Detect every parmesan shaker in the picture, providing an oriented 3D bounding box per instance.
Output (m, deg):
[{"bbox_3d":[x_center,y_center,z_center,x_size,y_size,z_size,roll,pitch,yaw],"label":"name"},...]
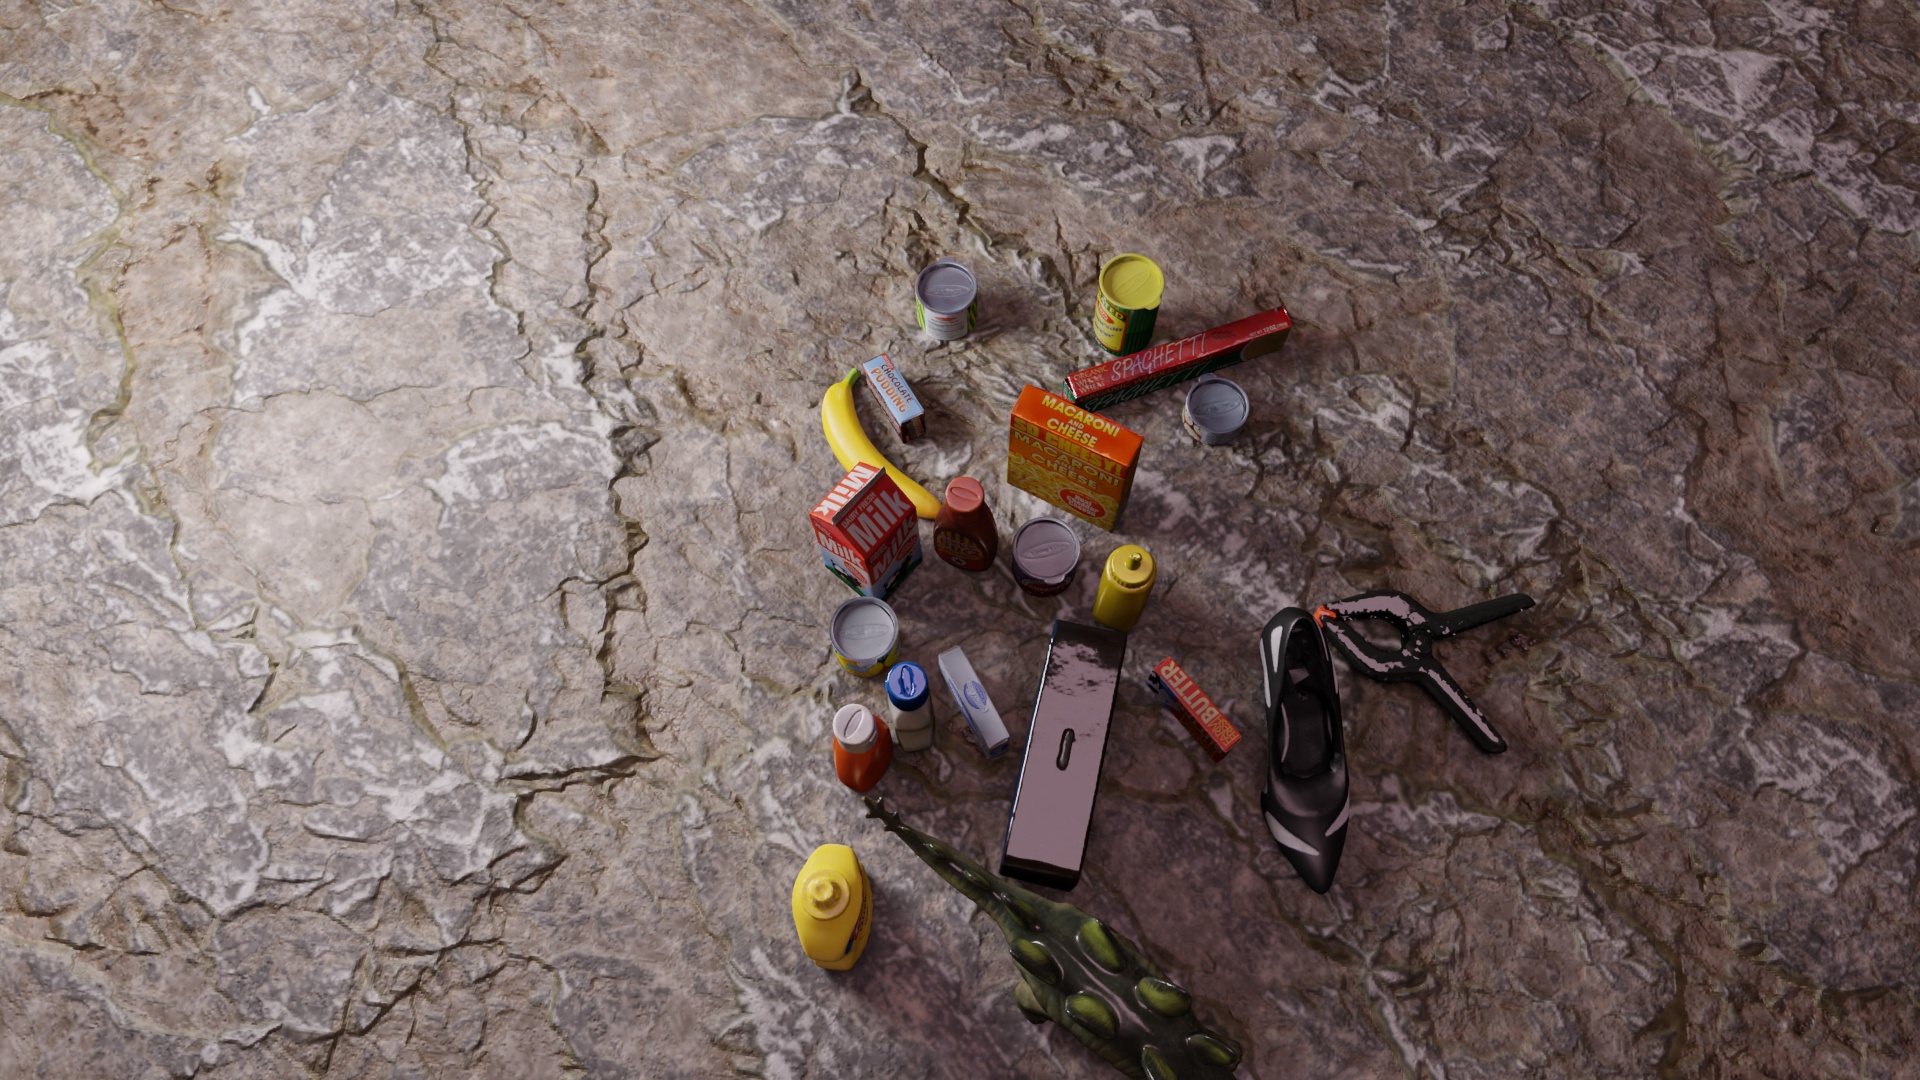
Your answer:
[{"bbox_3d":[0.176,-0.243,1.456,0.071,0.102,0.071,0,69,0],"label":"parmesan shaker"}]

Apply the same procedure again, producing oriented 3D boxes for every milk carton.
[{"bbox_3d":[-0.089,-0.009,1.316,0.073,0.190,0.072,39,74,14],"label":"milk carton"}]

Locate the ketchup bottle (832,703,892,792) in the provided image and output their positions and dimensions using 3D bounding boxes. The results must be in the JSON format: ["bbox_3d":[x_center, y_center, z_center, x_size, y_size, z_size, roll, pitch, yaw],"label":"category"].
[{"bbox_3d":[-0.090,0.184,1.261,0.043,0.148,0.065,25,71,10],"label":"ketchup bottle"}]

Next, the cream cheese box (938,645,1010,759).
[{"bbox_3d":[0.013,0.155,1.323,0.024,0.053,0.104,-26,70,-9],"label":"cream cheese box"}]

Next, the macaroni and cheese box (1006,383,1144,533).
[{"bbox_3d":[0.108,-0.079,1.356,0.124,0.166,0.040,26,71,10],"label":"macaroni and cheese box"}]

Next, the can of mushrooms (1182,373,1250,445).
[{"bbox_3d":[0.266,-0.137,1.450,0.071,0.033,0.071,0,68,0],"label":"can of mushrooms"}]

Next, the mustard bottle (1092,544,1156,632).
[{"bbox_3d":[0.158,0.038,1.313,0.049,0.159,0.065,23,71,9],"label":"mustard bottle"}]

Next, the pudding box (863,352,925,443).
[{"bbox_3d":[-0.068,-0.149,1.447,0.030,0.049,0.084,-28,71,-10],"label":"pudding box"}]

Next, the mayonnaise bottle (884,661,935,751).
[{"bbox_3d":[-0.045,0.149,1.275,0.041,0.147,0.065,-7,69,-2],"label":"mayonnaise bottle"}]

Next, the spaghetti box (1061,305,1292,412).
[{"bbox_3d":[0.227,-0.188,1.462,0.250,0.050,0.029,-19,70,-7],"label":"spaghetti box"}]

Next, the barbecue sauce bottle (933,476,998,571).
[{"bbox_3d":[0.005,-0.017,1.341,0.065,0.148,0.044,20,70,8],"label":"barbecue sauce bottle"}]

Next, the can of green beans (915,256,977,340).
[{"bbox_3d":[-0.014,-0.256,1.486,0.071,0.057,0.071,0,68,0],"label":"can of green beans"}]

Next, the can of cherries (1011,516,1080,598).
[{"bbox_3d":[0.084,0.020,1.375,0.071,0.058,0.072,0,68,0],"label":"can of cherries"}]

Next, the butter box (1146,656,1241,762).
[{"bbox_3d":[0.221,0.161,1.320,0.024,0.053,0.103,-37,73,-13],"label":"butter box"}]

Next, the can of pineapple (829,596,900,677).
[{"bbox_3d":[-0.092,0.096,1.345,0.071,0.057,0.071,0,68,0],"label":"can of pineapple"}]
